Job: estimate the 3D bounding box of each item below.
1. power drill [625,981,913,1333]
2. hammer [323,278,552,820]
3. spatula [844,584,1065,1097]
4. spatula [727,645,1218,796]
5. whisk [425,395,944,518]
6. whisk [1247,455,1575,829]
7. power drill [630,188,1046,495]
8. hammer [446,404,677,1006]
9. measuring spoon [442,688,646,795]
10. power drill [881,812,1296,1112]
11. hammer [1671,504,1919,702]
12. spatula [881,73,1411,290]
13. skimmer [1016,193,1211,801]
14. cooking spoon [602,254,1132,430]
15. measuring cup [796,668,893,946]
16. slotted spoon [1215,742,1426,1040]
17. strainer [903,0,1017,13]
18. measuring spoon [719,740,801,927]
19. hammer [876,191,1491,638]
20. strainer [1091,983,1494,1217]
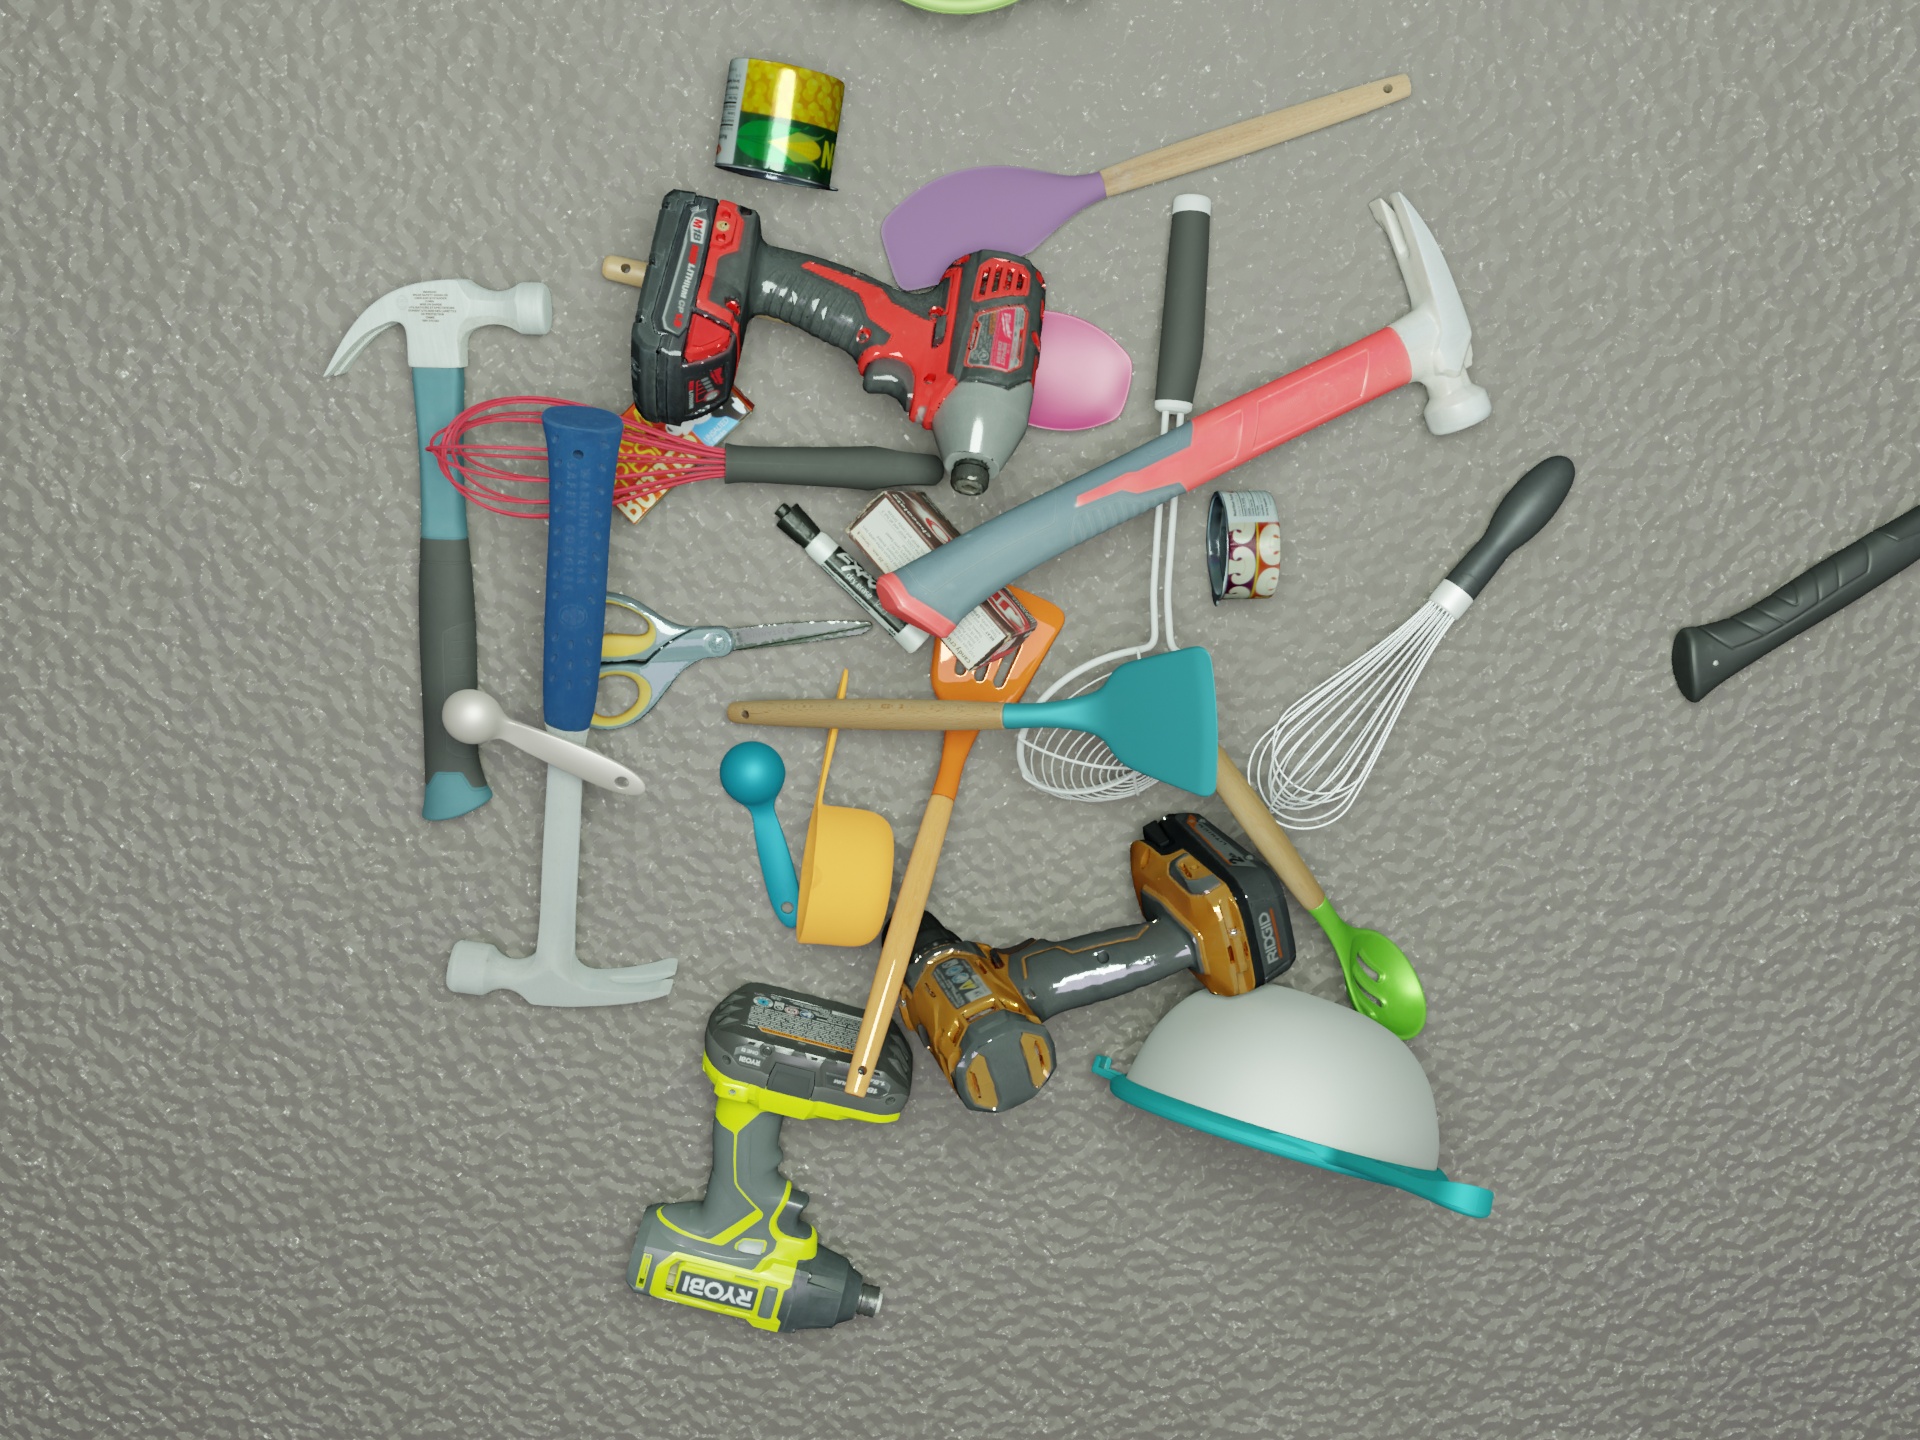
[{"bbox_3d":[-0.114,0.300,1.056,0.171,0.080,0.223,15,108,-4],"label":"power drill"},{"bbox_3d":[-0.312,-0.098,0.967,0.128,0.033,0.331,2,105,-3],"label":"hammer"},{"bbox_3d":[-0.017,0.068,0.962,0.081,0.041,0.323,18,71,-6],"label":"spatula"},{"bbox_3d":[-0.001,-0.003,0.930,0.317,0.044,0.082,0,100,22],"label":"spatula"},{"bbox_3d":[-0.155,-0.149,0.920,0.295,0.073,0.073,1,105,-10],"label":"whisk"},{"bbox_3d":[0.283,-0.049,0.984,0.070,0.070,0.284,38,96,-10],"label":"whisk"},{"bbox_3d":[-0.065,-0.205,0.882,0.219,0.078,0.143,10,69,-6],"label":"power drill"},{"bbox_3d":[-0.228,0.011,0.945,0.144,0.035,0.405,8,120,-5],"label":"hammer"},{"bbox_3d":[-0.240,0.019,0.918,0.124,0.018,0.034,25,117,-15],"label":"measuring spoon"},{"bbox_3d":[0.067,0.137,0.984,0.226,0.185,0.084,-23,115,-13],"label":"power drill"},{"bbox_3d":[0.594,-0.112,0.983,0.335,0.035,0.146,-33,102,7],"label":"hammer"},{"bbox_3d":[0.107,-0.322,0.925,0.316,0.018,0.060,-16,94,4],"label":"spatula"},{"bbox_3d":[0.105,-0.127,0.965,0.127,0.090,0.363,2,94,-31],"label":"skimmer"},{"bbox_3d":[-0.054,-0.233,0.945,0.319,0.017,0.069,12,96,-5],"label":"cooking spoon"},{"bbox_3d":[-0.065,0.056,0.998,0.052,0.095,0.173,10,86,-9],"label":"measuring cup"},{"bbox_3d":[0.207,0.094,0.985,0.031,0.070,0.313,-15,127,38],"label":"slotted spoon"},{"bbox_3d":[0.000,-0.510,0.848,0.151,0.069,0.256,1,104,1],"label":"strainer"},{"bbox_3d":[-0.124,0.077,1.022,0.042,0.021,0.128,-13,103,2],"label":"measuring spoon"},{"bbox_3d":[0.121,-0.163,0.897,0.386,0.038,0.143,-27,102,-14],"label":"hammer"},{"bbox_3d":[0.219,0.211,0.927,0.211,0.340,0.095,17,81,-10],"label":"strainer"}]
